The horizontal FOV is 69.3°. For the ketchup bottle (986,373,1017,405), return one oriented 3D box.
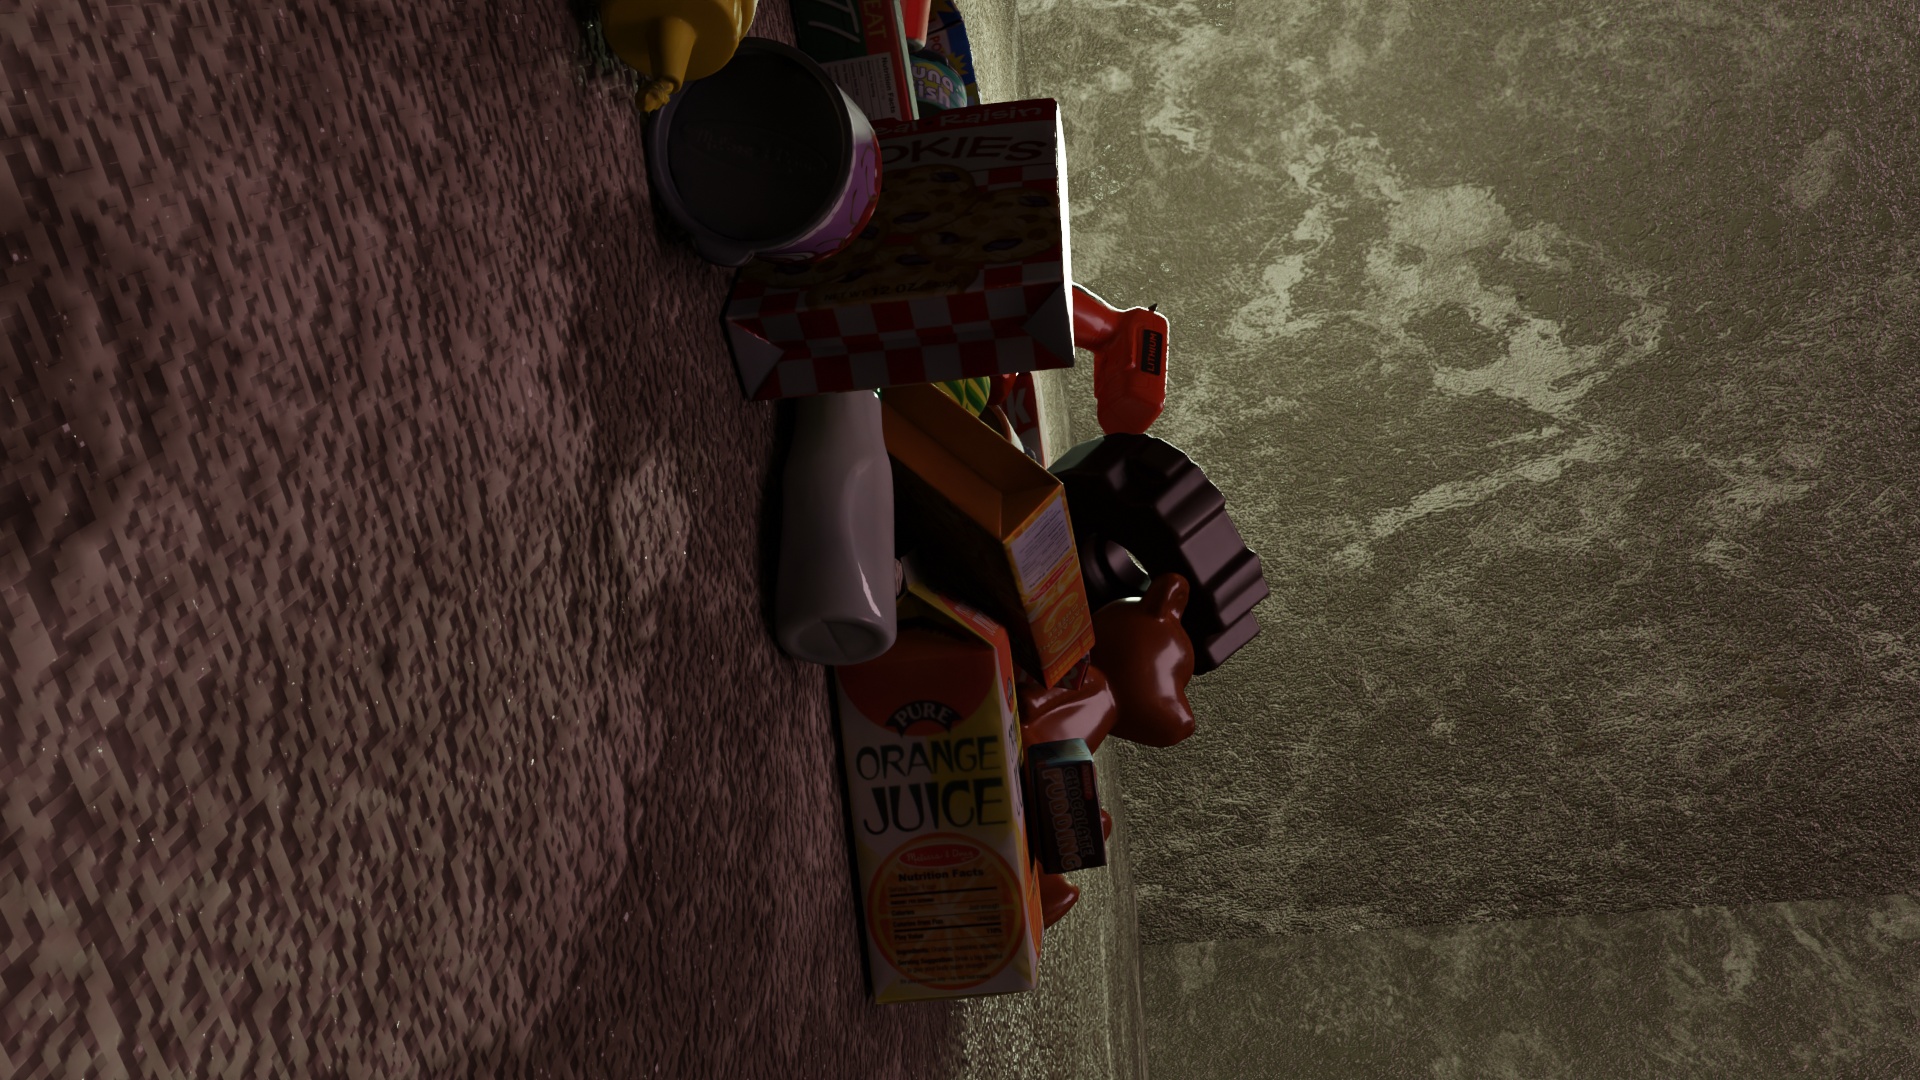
[{"bbox_3d":[0.019,-0.154,0.848,0.043,0.065,0.149,105,3,-61],"label":"ketchup bottle"}]

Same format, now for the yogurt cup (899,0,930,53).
[{"bbox_3d":[-0.045,-0.282,0.716,0.072,0.072,0.054,-53,144,-78],"label":"yogurt cup"}]

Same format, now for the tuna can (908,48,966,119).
[{"bbox_3d":[-0.028,-0.238,0.775,0.070,0.071,0.033,69,17,-61],"label":"tuna can"}]

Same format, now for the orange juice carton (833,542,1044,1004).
[{"bbox_3d":[-0.010,0.099,0.621,0.072,0.073,0.192,-31,114,-83],"label":"orange juice carton"}]

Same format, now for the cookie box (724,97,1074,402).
[{"bbox_3d":[-0.018,-0.123,0.561,0.168,0.123,0.040,-86,168,-51],"label":"cookie box"}]

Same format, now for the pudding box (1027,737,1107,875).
[{"bbox_3d":[0.049,0.122,0.650,0.083,0.030,0.049,48,34,-87],"label":"pudding box"}]

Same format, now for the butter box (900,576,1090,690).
[{"bbox_3d":[0.016,0.049,0.747,0.053,0.103,0.024,-88,-172,-52],"label":"butter box"}]

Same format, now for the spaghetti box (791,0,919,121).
[{"bbox_3d":[-0.055,-0.263,0.672,0.029,0.050,0.249,-82,164,-67],"label":"spaghetti box"}]

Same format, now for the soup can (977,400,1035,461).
[{"bbox_3d":[0.008,-0.054,0.873,0.083,0.071,0.071,45,39,-77],"label":"soup can"}]

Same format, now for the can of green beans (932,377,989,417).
[{"bbox_3d":[-0.021,-0.093,0.721,0.057,0.071,0.071,72,14,-57],"label":"can of green beans"}]

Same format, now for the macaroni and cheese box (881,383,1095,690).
[{"bbox_3d":[0.002,-0.008,0.661,0.124,0.040,0.165,40,-14,26],"label":"macaroni and cheese box"}]

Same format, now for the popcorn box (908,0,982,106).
[{"bbox_3d":[-0.028,-0.307,0.820,0.085,0.038,0.127,71,-3,-61],"label":"popcorn box"}]

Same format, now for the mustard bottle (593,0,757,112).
[{"bbox_3d":[-0.083,-0.187,0.418,0.065,0.049,0.161,66,19,-61],"label":"mustard bottle"}]

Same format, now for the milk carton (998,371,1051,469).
[{"bbox_3d":[0.026,-0.067,1.007,0.072,0.073,0.190,-63,145,-76],"label":"milk carton"}]

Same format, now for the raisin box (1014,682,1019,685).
[{"bbox_3d":[0.042,0.123,0.922,0.040,0.086,0.123,68,17,-82],"label":"raisin box"}]

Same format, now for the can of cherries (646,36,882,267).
[{"bbox_3d":[-0.064,-0.124,0.460,0.058,0.071,0.071,-45,128,-81],"label":"can of cherries"}]

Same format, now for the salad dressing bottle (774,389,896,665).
[{"bbox_3d":[-0.049,-0.025,0.556,0.064,0.044,0.148,68,17,-57],"label":"salad dressing bottle"}]
